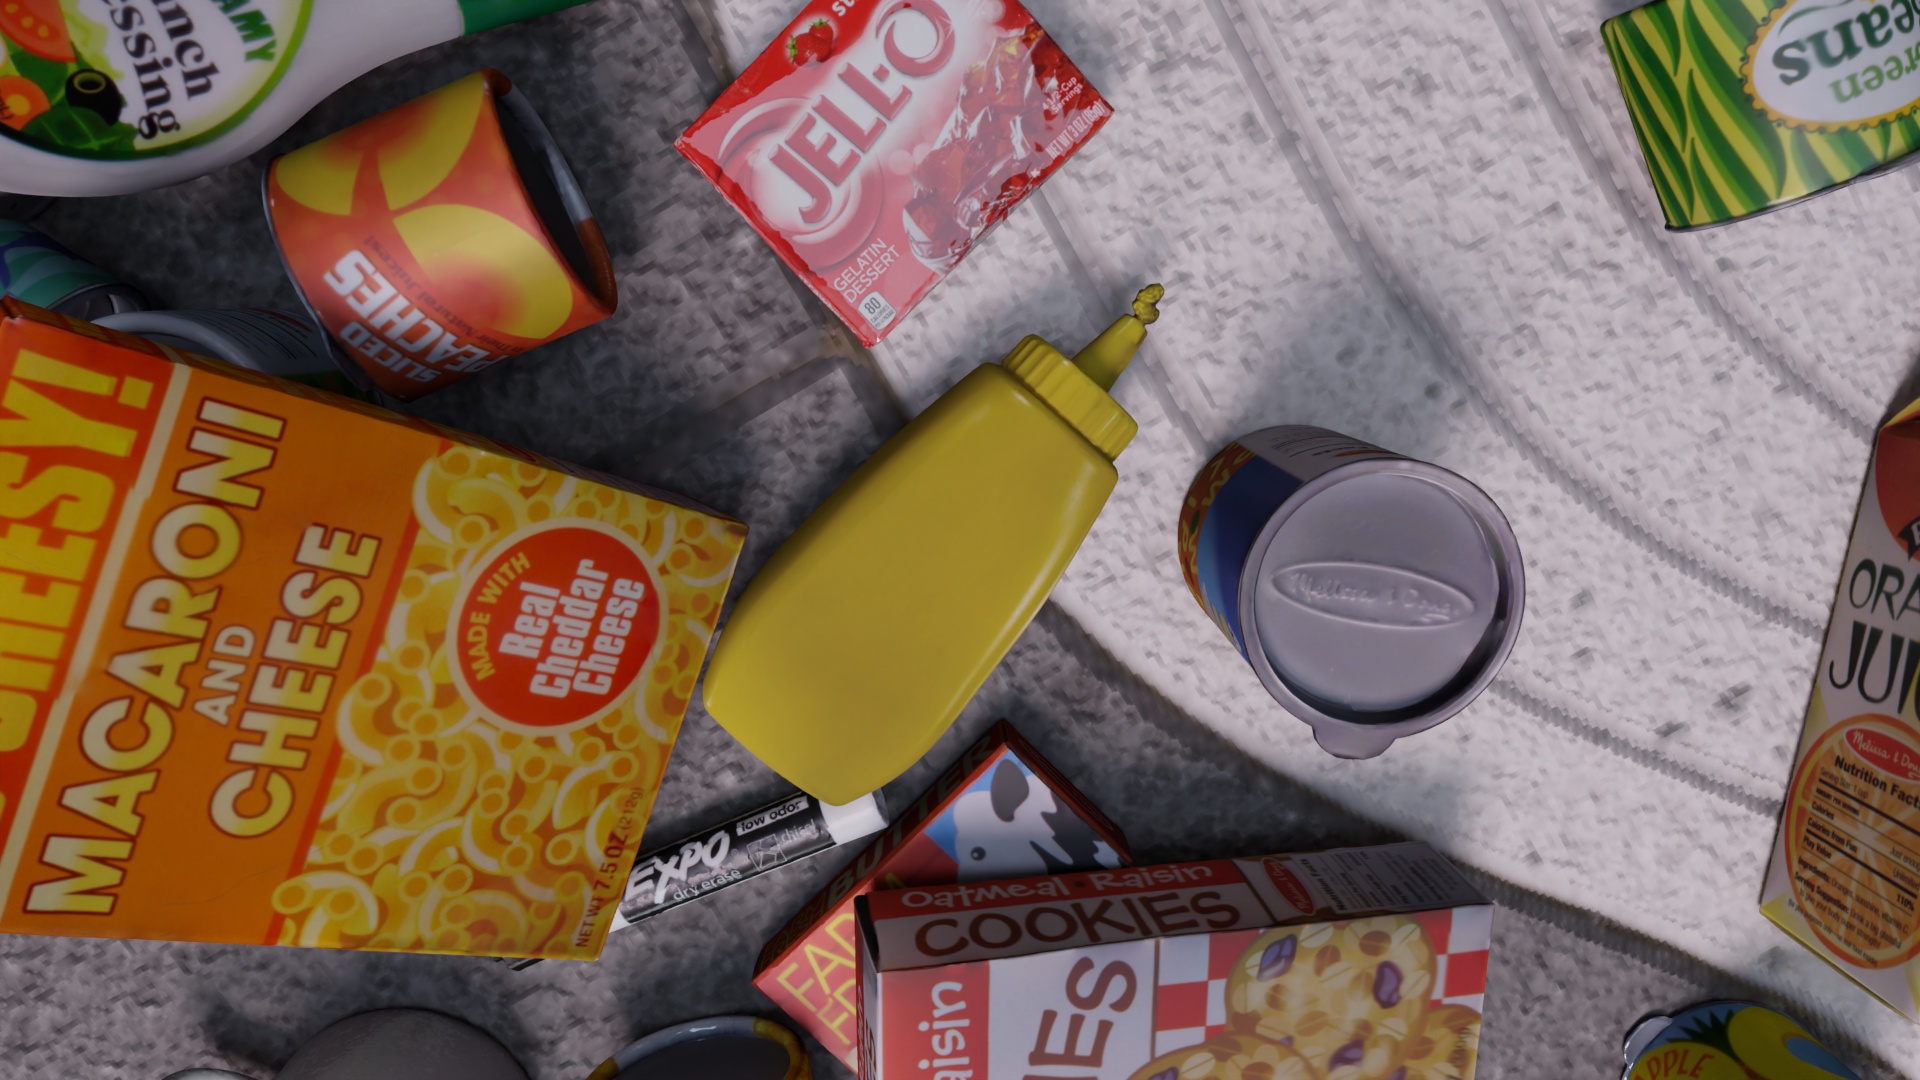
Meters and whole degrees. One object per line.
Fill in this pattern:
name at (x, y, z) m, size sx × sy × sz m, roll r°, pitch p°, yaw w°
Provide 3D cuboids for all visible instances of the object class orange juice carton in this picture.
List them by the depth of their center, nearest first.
orange juice carton at (0.289, 0.030, 0.373) m, size 0.072 × 0.073 × 0.192 m, roll 8°, pitch 99°, yaw -3°

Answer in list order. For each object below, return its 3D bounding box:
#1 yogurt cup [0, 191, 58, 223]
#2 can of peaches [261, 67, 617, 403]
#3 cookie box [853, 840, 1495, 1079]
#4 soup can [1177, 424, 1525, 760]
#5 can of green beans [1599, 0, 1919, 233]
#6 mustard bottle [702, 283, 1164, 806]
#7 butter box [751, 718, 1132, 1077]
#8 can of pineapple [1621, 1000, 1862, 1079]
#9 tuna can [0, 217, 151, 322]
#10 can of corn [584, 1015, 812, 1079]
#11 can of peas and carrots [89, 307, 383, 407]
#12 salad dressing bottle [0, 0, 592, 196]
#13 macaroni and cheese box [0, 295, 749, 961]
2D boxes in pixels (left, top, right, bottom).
yogurt cup at (-0.255, -0.102, 0.337) m, size 0.072 × 0.072 × 0.054 m, roll -38°, pitch 107°, yaw 5°
can of peaches at (-0.125, -0.073, 0.343) m, size 0.058 × 0.071 × 0.071 m, roll -23°, pitch 100°, yaw 1°
cookie box at (0.056, 0.153, 0.387) m, size 0.168 × 0.040 × 0.122 m, roll -3°, pitch 106°, yaw -10°
soup can at (0.094, 0.009, 0.357) m, size 0.071 × 0.084 × 0.071 m, roll 0°, pitch 100°, yaw -1°
can of green beans at (0.203, -0.117, 0.348) m, size 0.071 × 0.071 × 0.057 m, roll -23°, pitch 100°, yaw 2°
mustard bottle at (0.001, -0.005, 0.369) m, size 0.065 × 0.049 × 0.160 m, roll 41°, pitch 95°, yaw -11°
butter box at (-0.006, 0.106, 0.400) m, size 0.103 × 0.024 × 0.053 m, roll -44°, pitch 99°, yaw 5°
can of pineapple at (0.235, 0.177, 0.403) m, size 0.071 × 0.058 × 0.071 m, roll 0°, pitch 100°, yaw -2°
tuna can at (-0.239, -0.044, 0.343) m, size 0.033 × 0.071 × 0.071 m, roll 32°, pitch 97°, yaw -6°
can of corn at (-0.070, 0.176, 0.386) m, size 0.071 × 0.071 × 0.058 m, roll -9°, pitch 99°, yaw 0°
can of peas and carrots at (-0.191, -0.024, 0.354) m, size 0.071 × 0.059 × 0.070 m, roll 0°, pitch 100°, yaw -1°
salad dressing bottle at (-0.159, -0.126, 0.323) m, size 0.148 × 0.044 × 0.064 m, roll -26°, pitch 111°, yaw -21°
macaroni and cheese box at (-0.146, 0.030, 0.324) m, size 0.166 × 0.040 × 0.123 m, roll 18°, pitch 91°, yaw -40°
